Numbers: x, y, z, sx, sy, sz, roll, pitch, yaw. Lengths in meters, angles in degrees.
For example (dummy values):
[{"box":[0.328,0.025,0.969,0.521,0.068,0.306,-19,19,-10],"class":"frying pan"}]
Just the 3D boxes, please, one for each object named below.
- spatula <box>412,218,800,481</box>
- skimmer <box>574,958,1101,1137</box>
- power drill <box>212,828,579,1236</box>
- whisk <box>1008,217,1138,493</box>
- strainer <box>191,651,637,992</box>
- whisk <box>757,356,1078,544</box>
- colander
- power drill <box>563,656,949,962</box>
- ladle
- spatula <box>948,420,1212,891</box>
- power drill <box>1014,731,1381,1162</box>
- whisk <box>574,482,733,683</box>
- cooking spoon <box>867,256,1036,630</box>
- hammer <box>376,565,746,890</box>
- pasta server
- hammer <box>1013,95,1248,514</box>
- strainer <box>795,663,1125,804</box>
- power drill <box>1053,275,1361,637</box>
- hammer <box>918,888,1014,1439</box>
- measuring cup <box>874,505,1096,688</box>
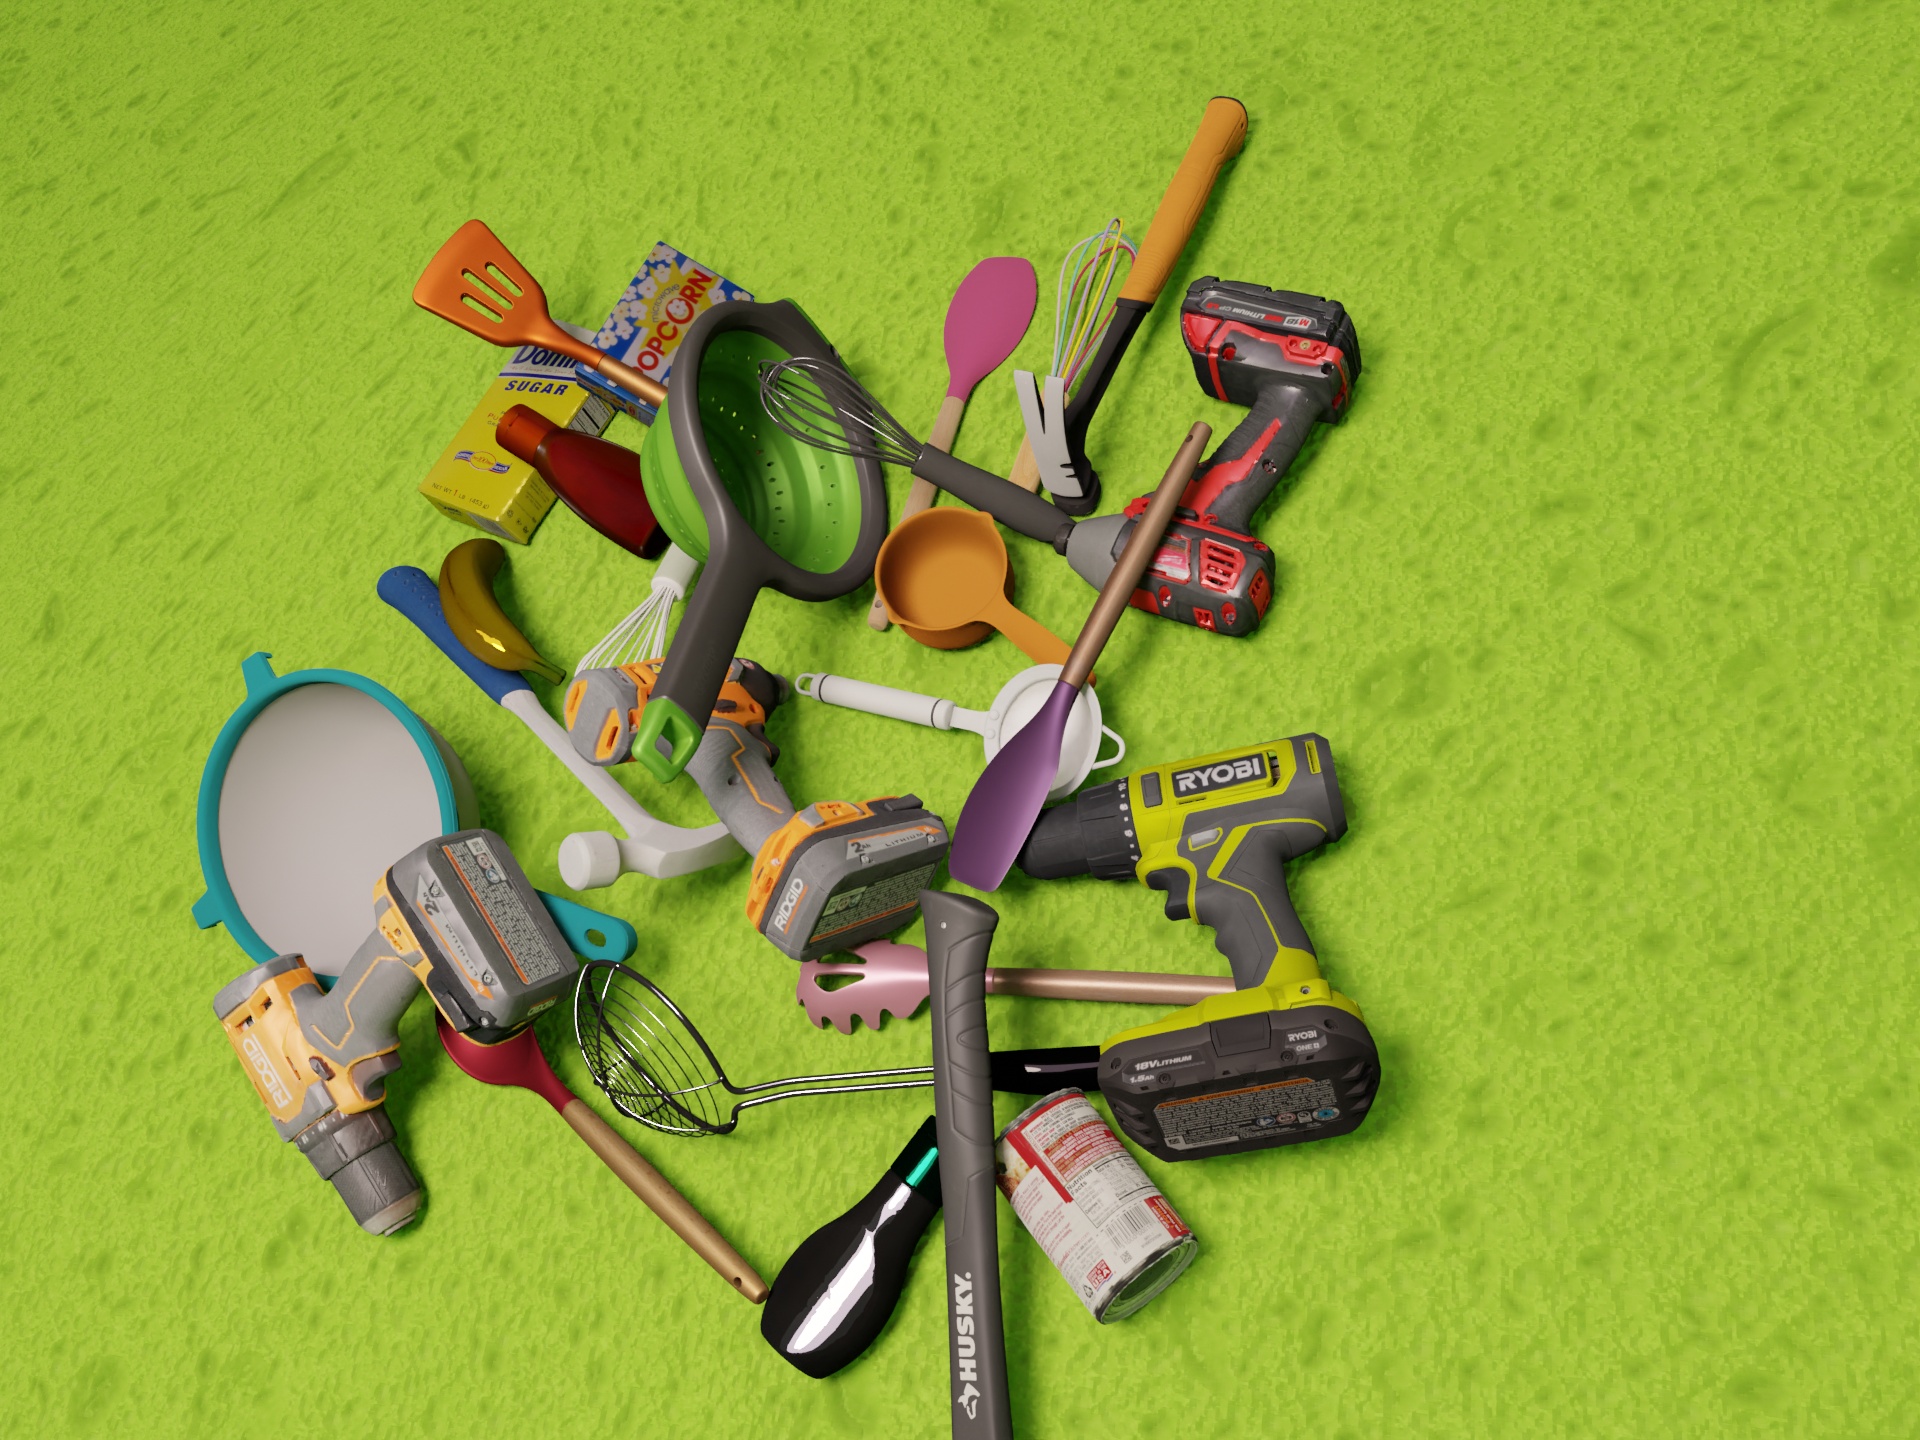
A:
[{"box":[-0.240,-0.250,1.149,0.322,0.041,0.081,30,75,5],"class":"spatula"},{"box":[-0.047,0.182,0.913,0.363,0.127,0.090,-5,38,5],"class":"skimmer"},{"box":[-0.335,0.193,0.961,0.226,0.084,0.185,-36,82,22],"class":"power drill"},{"box":[0.074,-0.243,1.106,0.047,0.051,0.245,3,67,49],"class":"whisk"},{"box":[-0.341,0.088,1.048,0.340,0.095,0.211,17,97,18],"class":"strainer"},{"box":[-0.025,-0.171,1.031,0.239,0.055,0.055,26,71,-11],"class":"whisk"},{"box":[-0.159,-0.108,1.008,0.094,0.204,0.397,-18,39,30],"class":"colander"},{"box":[-0.115,0.036,0.979,0.227,0.164,0.084,40,120,26],"class":"power drill"},{"box":[-0.217,0.245,0.948,0.316,0.031,0.069,31,104,35],"class":"ladle"},{"box":[0.075,-0.043,0.949,0.060,0.018,0.316,19,77,48],"class":"spatula"},{"box":[0.124,0.114,0.862,0.190,0.080,0.229,-13,45,12],"class":"power drill"},{"box":[-0.204,-0.084,1.095,0.058,0.059,0.246,-16,40,38],"class":"whisk"},{"box":[-0.011,-0.204,1.125,0.069,0.017,0.319,8,67,24],"class":"cooking spoon"},{"box":[-0.292,-0.008,1.087,0.406,0.144,0.035,37,118,38],"class":"hammer"},{"box":[0.048,0.154,0.921,0.316,0.040,0.060,0,65,15],"class":"pasta server"},{"box":[0.125,-0.307,1.081,0.034,0.127,0.337,15,65,24],"class":"hammer"},{"box":[-0.002,-0.003,1.008,0.258,0.050,0.087,13,88,31],"class":"strainer"},{"box":[0.157,-0.167,1.015,0.143,0.078,0.220,19,75,26],"class":"power drill"},{"box":[0.000,0.253,0.820,0.146,0.035,0.335,-11,75,32],"class":"hammer"},{"box":[0.023,-0.065,1.028,0.174,0.052,0.095,39,83,20],"class":"measuring cup"}]
